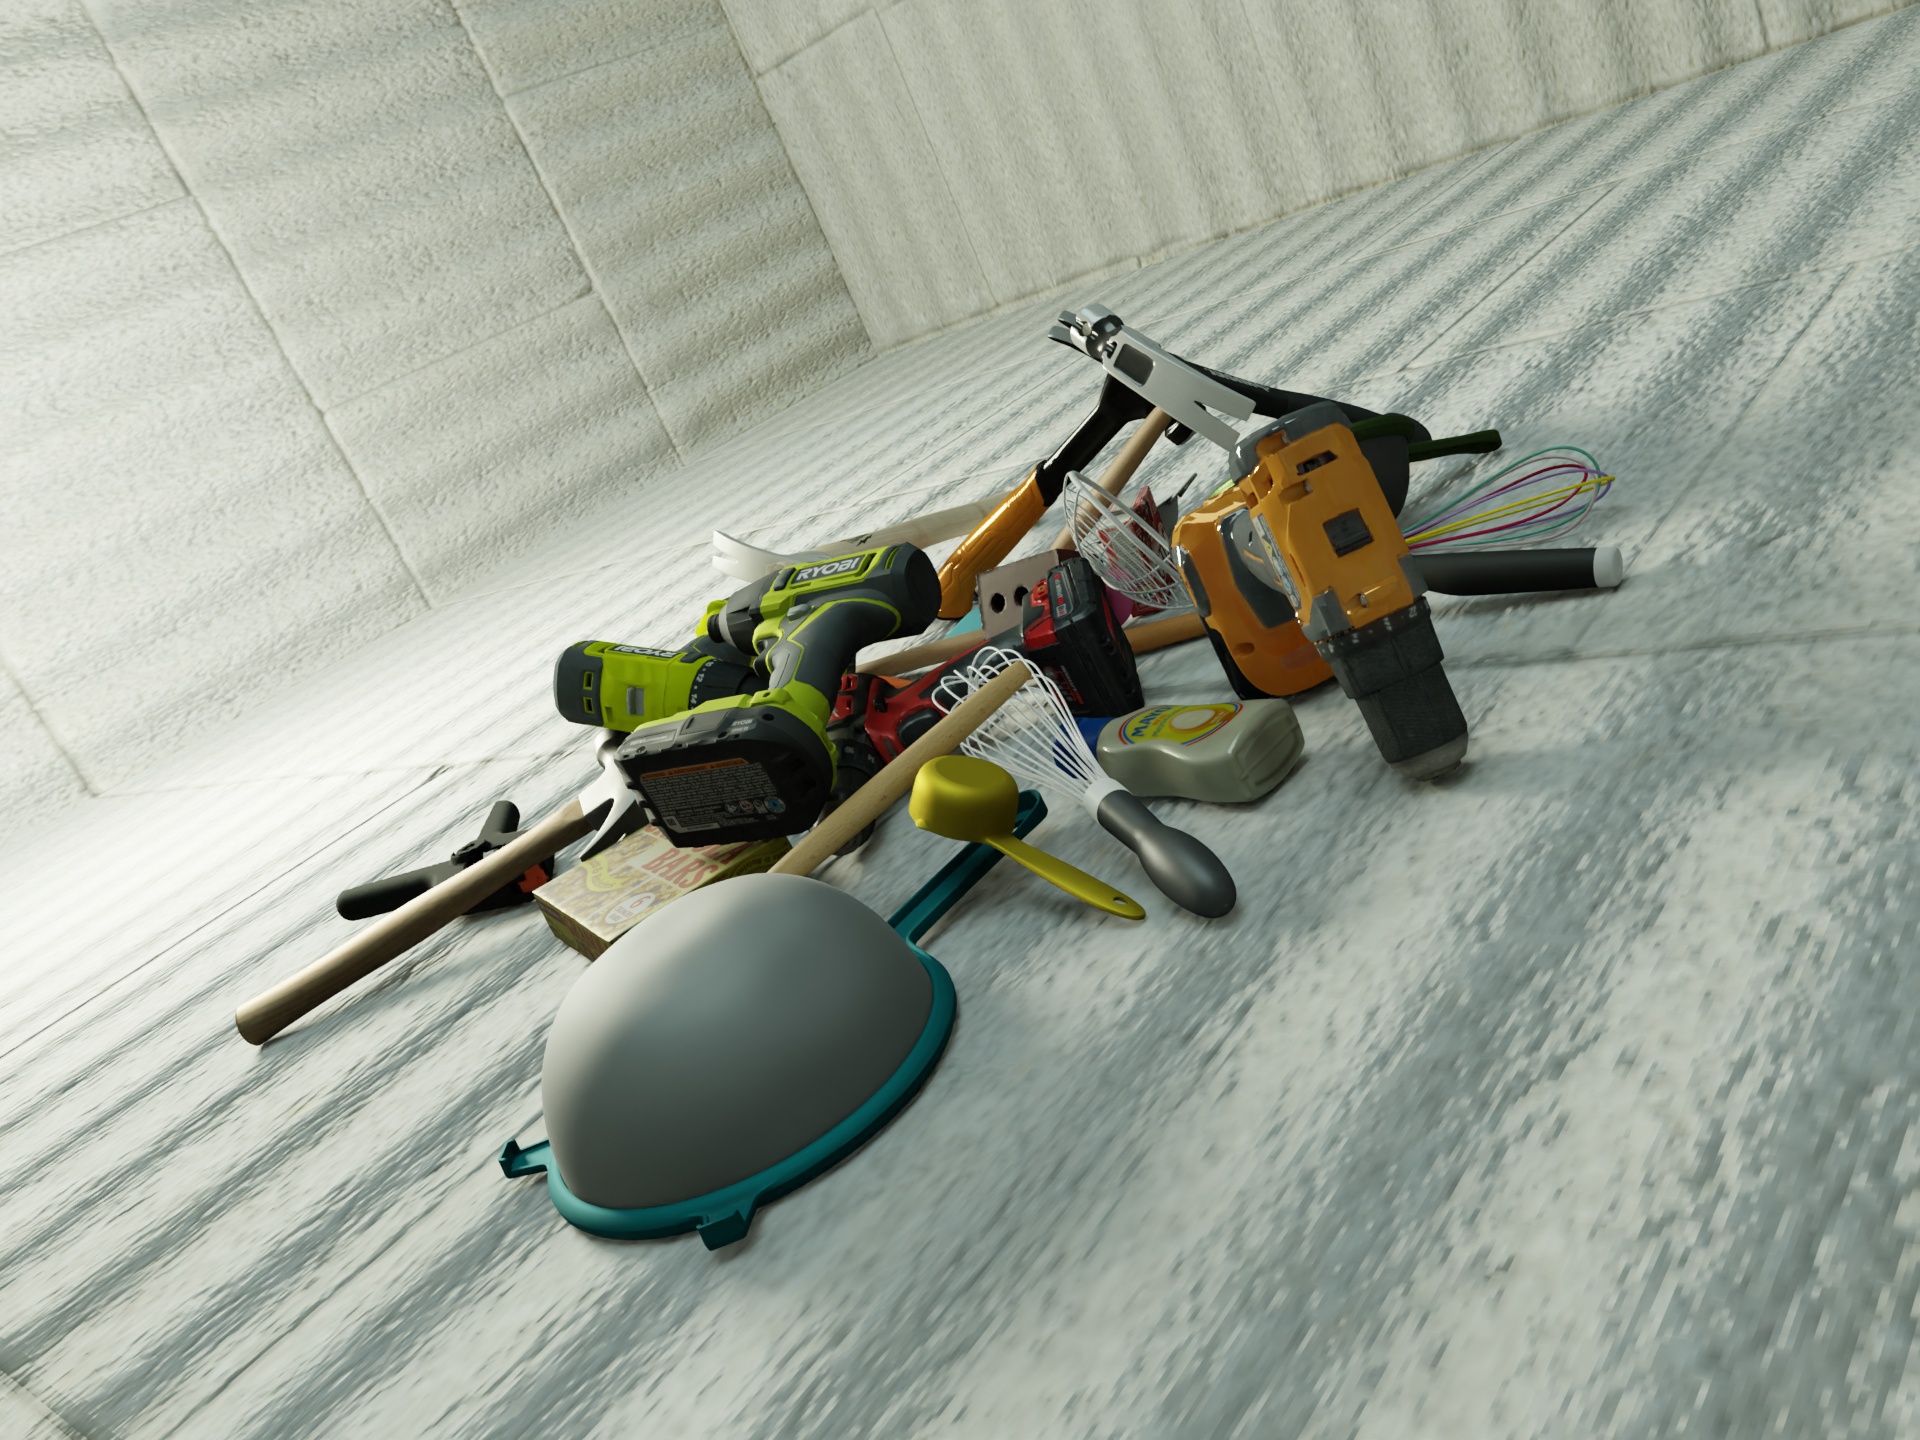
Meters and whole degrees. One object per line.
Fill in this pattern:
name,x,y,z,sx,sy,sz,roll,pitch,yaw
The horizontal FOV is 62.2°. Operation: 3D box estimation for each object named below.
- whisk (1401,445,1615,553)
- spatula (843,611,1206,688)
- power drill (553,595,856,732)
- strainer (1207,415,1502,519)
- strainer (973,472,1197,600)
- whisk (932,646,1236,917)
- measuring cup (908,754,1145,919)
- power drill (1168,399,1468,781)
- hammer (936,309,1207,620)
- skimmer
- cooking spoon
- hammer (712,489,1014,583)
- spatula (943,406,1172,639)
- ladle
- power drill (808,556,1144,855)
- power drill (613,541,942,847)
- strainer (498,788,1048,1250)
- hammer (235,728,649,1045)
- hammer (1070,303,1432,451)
whisk,0.293,-0.118,1.022,0.245,0.051,0.047,-17,25,30
spatula,0.063,-0.050,1.120,0.322,0.041,0.081,-14,-5,23
power drill,-0.167,-0.035,1.201,0.190,0.080,0.228,8,16,19
strainer,0.295,-0.158,1.118,0.256,0.069,0.151,-14,-10,-28
strainer,0.097,-0.141,1.338,0.258,0.050,0.087,-19,12,35
whisk,0.063,0.029,0.832,0.070,0.070,0.285,-28,32,-12
measuring cup,0.036,0.056,0.798,0.062,0.029,0.157,-10,27,-42
power drill,0.188,-0.057,0.837,0.084,0.185,0.226,-25,-1,-2
hammer,0.049,-0.177,1.247,0.336,0.127,0.034,-44,15,51
skimmer,0.223,-0.119,0.989,0.363,0.090,0.127,2,-14,38
cooking spoon,0.003,-0.059,1.229,0.319,0.017,0.069,-15,57,40
hammer,-0.050,-0.169,1.429,0.146,0.038,0.410,16,22,24
spatula,0.071,-0.141,1.206,0.082,0.044,0.317,-51,0,-45
ladle,-0.084,0.073,0.866,0.315,0.031,0.069,-40,9,5
power drill,-0.002,-0.003,1.021,0.226,0.080,0.188,-24,23,12
power drill,-0.122,-0.024,1.016,0.171,0.080,0.223,-9,35,27
strainer,-0.076,0.102,0.784,0.211,0.095,0.340,-4,28,47
hammer,-0.359,0.128,1.116,0.331,0.031,0.130,-33,36,-3
hammer,0.235,-0.220,1.128,0.334,0.035,0.146,2,34,-43
